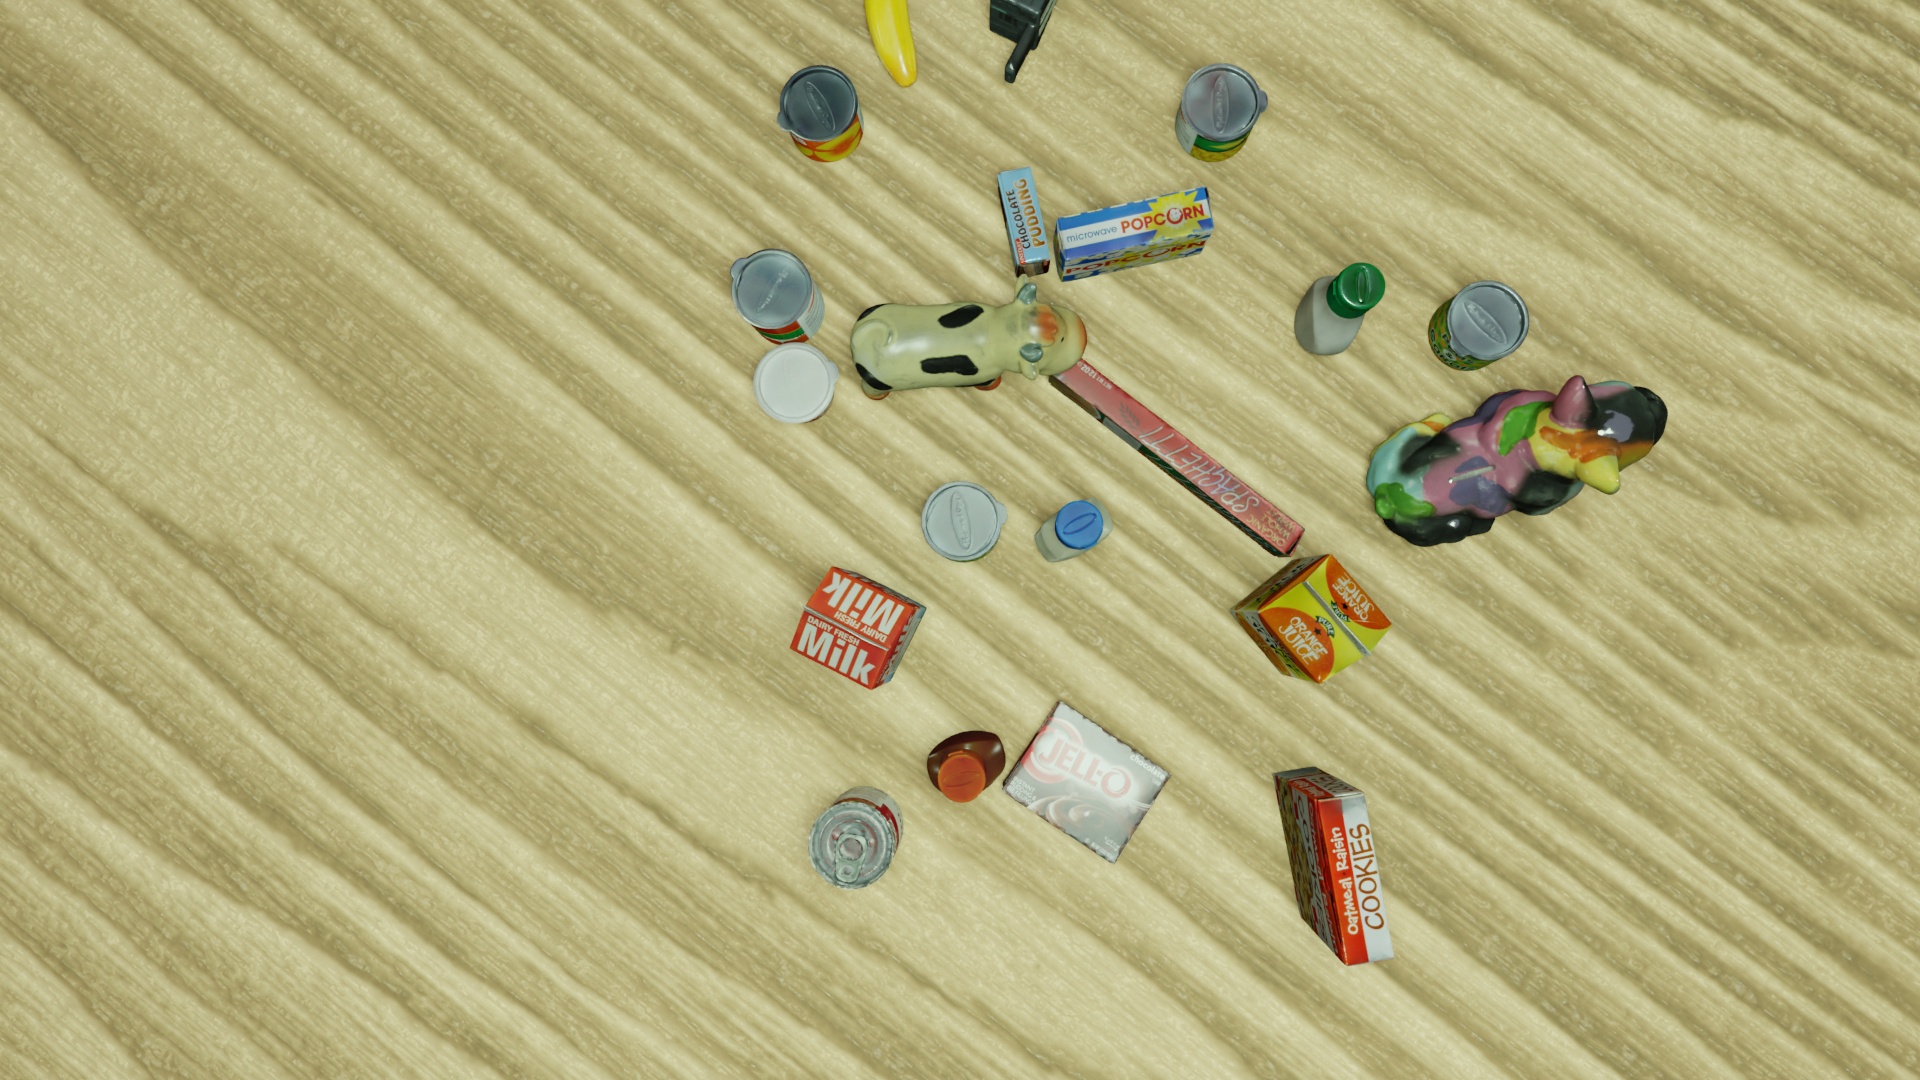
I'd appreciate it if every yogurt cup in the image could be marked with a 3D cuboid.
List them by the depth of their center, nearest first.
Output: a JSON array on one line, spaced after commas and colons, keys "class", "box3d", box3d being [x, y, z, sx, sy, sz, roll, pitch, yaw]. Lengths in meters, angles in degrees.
[{"class": "yogurt cup", "box3d": [-0.138, -0.130, 1.179, 0.072, 0.054, 0.072, 0, 87, 2]}]

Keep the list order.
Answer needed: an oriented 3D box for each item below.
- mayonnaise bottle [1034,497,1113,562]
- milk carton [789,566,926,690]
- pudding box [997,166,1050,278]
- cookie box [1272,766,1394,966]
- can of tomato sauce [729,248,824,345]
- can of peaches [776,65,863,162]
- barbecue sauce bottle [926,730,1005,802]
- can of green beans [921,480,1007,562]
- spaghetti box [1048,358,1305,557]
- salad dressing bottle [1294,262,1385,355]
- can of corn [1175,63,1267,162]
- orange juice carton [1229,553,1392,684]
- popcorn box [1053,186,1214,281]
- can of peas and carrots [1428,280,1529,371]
[{"class": "mayonnaise bottle", "box3d": [0.093, -0.010, 1.116, 0.065, 0.148, 0.041, -29, 86, 1]}, {"class": "milk carton", "box3d": [-0.080, 0.069, 1.097, 0.072, 0.190, 0.073, 26, 88, 3]}, {"class": "pudding box", "box3d": [0.054, -0.270, 1.183, 0.030, 0.049, 0.083, -12, 86, 2]}, {"class": "cookie box", "box3d": [0.287, 0.249, 1.084, 0.040, 0.167, 0.123, -10, 87, 2]}, {"class": "can of tomato sauce", "box3d": [-0.154, -0.203, 1.170, 0.071, 0.083, 0.071, 0, 87, 2]}, {"class": "can of peaches", "box3d": [-0.120, -0.364, 1.191, 0.071, 0.058, 0.071, 0, 87, 2]}, {"class": "barbecue sauce bottle", "box3d": [0.003, 0.180, 1.108, 0.065, 0.148, 0.043, -14, 87, 1]}, {"class": "can of green beans", "box3d": [0.002, -0.015, 1.165, 0.071, 0.058, 0.071, 0, 87, 2]}, {"class": "spaghetti box", "box3d": [0.180, -0.071, 1.166, 0.250, 0.050, 0.028, 38, 89, 4]}, {"class": "salad dressing bottle", "box3d": [0.305, -0.188, 1.120, 0.044, 0.147, 0.064, 0, 87, 2]}, {"class": "can of corn", "box3d": [0.220, -0.362, 1.178, 0.071, 0.058, 0.071, 0, 87, 2]}, {"class": "orange juice carton", "box3d": [0.273, 0.060, 1.084, 0.073, 0.192, 0.072, -39, 86, 0]}, {"class": "popcorn box", "box3d": [0.142, -0.254, 1.161, 0.127, 0.085, 0.038, -12, 87, 1]}, {"class": "can of peas and carrots", "box3d": [0.429, -0.176, 1.159, 0.071, 0.058, 0.071, 0, 87, 2]}]
